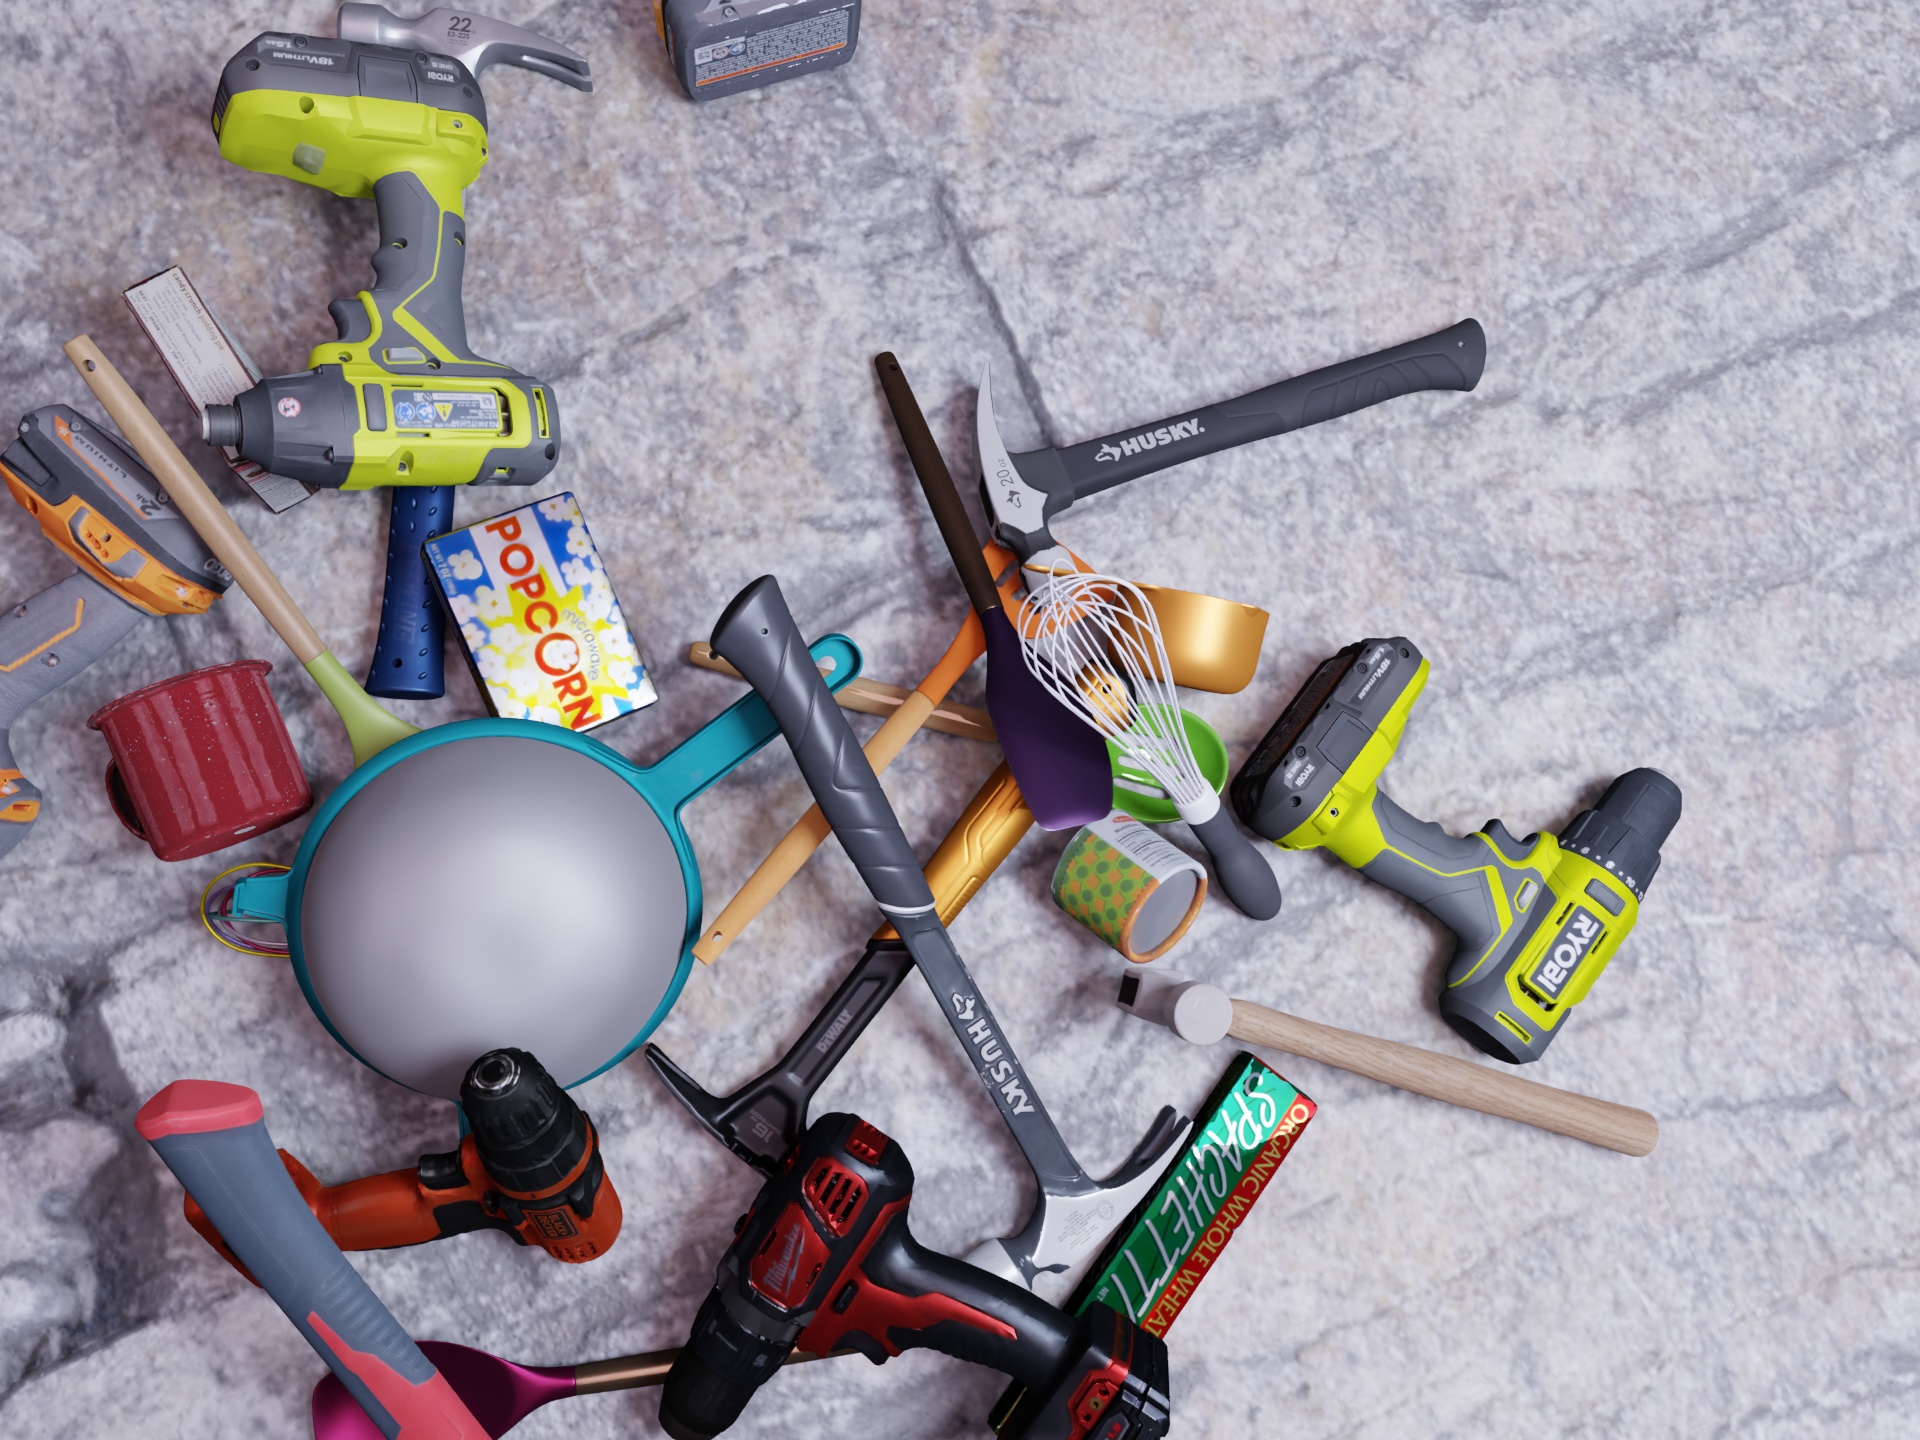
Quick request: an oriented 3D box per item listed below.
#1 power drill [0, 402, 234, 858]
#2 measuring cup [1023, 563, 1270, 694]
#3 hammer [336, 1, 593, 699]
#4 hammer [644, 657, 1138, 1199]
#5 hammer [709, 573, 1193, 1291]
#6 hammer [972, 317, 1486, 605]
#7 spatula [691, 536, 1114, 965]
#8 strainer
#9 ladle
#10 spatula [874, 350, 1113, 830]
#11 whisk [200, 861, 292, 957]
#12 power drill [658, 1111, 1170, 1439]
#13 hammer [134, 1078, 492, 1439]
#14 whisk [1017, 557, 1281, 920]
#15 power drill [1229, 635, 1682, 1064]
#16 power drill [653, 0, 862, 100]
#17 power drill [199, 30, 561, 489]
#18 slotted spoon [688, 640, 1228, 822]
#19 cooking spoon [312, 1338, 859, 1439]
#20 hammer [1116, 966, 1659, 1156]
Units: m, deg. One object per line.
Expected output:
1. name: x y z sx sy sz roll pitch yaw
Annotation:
1. power drill: -0.509 -0.053 0.835 0.164 0.084 0.226 39 83 1
2. measuring cup: 0.095 -0.049 0.874 0.173 0.095 0.052 8 94 -40
3. hammer: -0.294 -0.214 0.905 0.144 0.035 0.406 2 81 -6
4. hammer: -0.024 0.097 0.873 0.127 0.034 0.337 39 85 -1
5. hammer: -0.014 0.110 0.831 0.149 0.036 0.408 -31 104 -14
6. hammer: 0.165 -0.183 0.946 0.334 0.035 0.146 -19 71 -13
7. spatula: -0.035 0.009 0.879 0.081 0.041 0.323 38 73 8
8. strainer: -0.182 0.071 0.801 0.340 0.095 0.211 -37 107 -3
9. ladle: -0.346 -0.052 0.809 0.078 0.062 0.320 -33 111 -6
10. spatula: 0.011 -0.081 0.885 0.059 0.018 0.316 -12 65 -24
11. whisk: -0.281 0.106 0.856 0.245 0.051 0.047 4 75 -9
12. power drill: -0.027 0.330 0.803 0.227 0.080 0.188 33 97 3
13. hammer: -0.271 0.330 0.746 0.143 0.038 0.386 -31 111 -10
14. whisk: 0.111 0.023 0.837 0.070 0.070 0.284 -45 127 -11
15. power drill: 0.290 0.057 0.912 0.228 0.080 0.190 39 80 -3
16. power drill: -0.126 -0.503 0.949 0.185 0.084 0.226 -20 80 -11
17. power drill: -0.311 -0.231 0.827 0.171 0.080 0.223 -6 81 -33
18. slotted spoon: -0.001 -0.003 0.912 0.313 0.031 0.070 14 80 -2
19. cooking spoon: -0.177 0.346 0.843 0.319 0.017 0.069 -6 87 -7
20. hammer: 0.239 0.189 0.878 0.331 0.130 0.031 18 84 -15
